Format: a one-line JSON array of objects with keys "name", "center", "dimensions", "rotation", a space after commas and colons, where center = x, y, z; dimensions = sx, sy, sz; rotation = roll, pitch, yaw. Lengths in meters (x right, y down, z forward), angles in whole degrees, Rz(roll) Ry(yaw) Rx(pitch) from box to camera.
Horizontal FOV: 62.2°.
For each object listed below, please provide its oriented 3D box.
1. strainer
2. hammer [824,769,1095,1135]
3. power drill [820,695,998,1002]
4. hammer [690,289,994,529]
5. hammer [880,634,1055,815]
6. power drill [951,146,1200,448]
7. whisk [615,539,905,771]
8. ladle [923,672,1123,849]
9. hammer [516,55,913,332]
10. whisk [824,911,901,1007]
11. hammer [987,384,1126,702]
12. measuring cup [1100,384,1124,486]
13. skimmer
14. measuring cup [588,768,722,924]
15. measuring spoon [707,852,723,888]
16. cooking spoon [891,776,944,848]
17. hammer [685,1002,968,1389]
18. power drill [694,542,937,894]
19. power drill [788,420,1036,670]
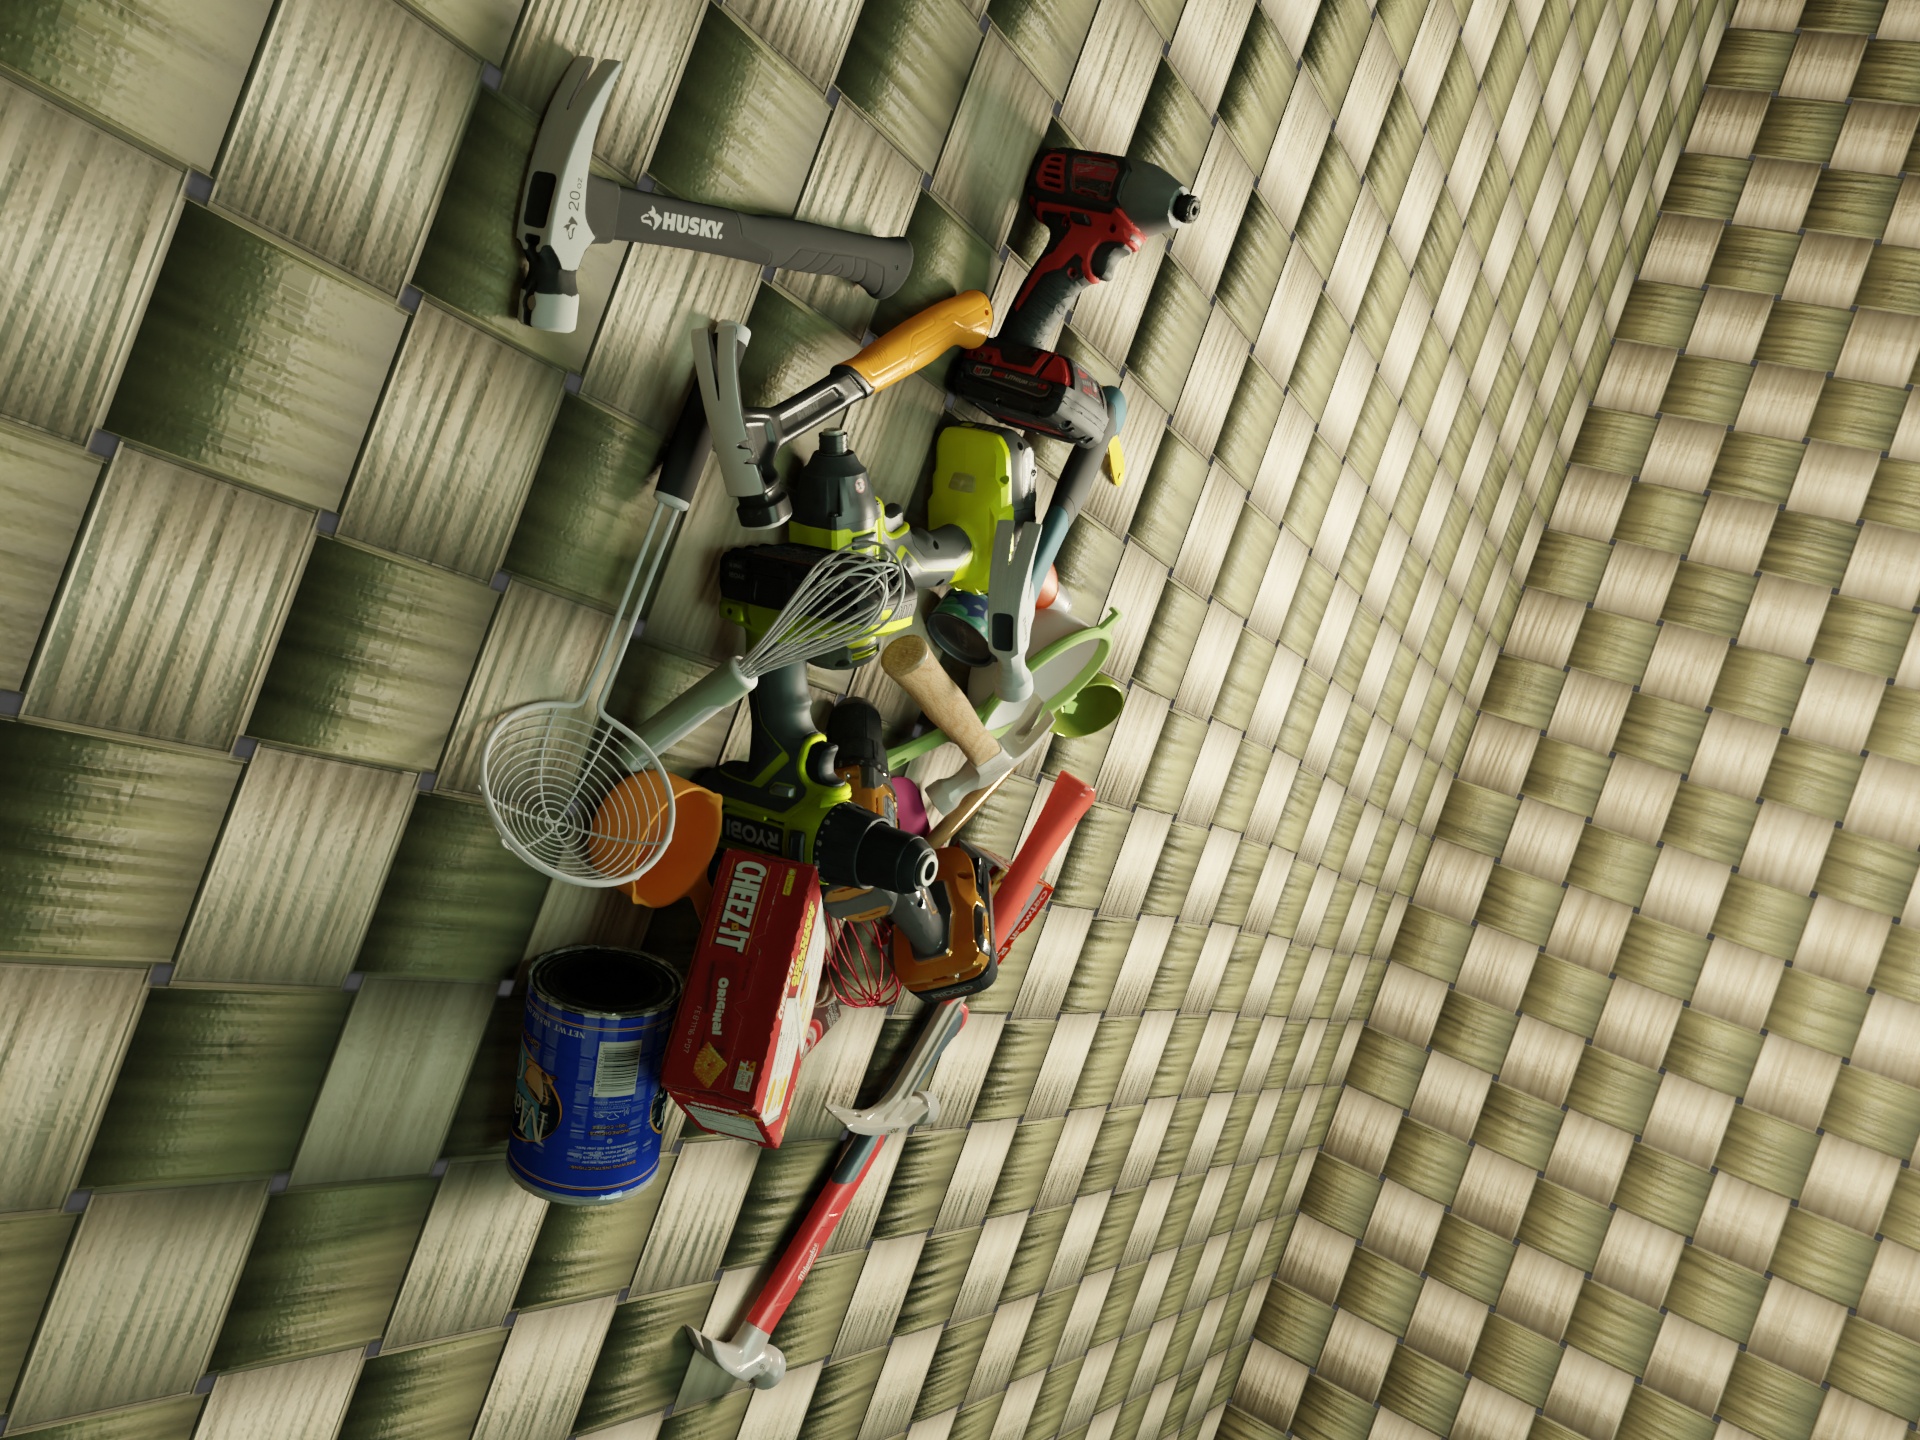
[{"name": "strainer", "center": [0.015, -0.029, 1.380], "dimensions": [0.256, 0.069, 0.151], "rotation": [-26, 160, -28]}, {"name": "hammer", "center": [0.011, 0.205, 1.400], "dimensions": [0.149, 0.037, 0.359], "rotation": [22, 99, -58]}, {"name": "power drill", "center": [-0.049, 0.103, 1.262], "dimensions": [0.226, 0.084, 0.186], "rotation": [54, 25, -48]}, {"name": "hammer", "center": [-0.065, -0.249, 1.098], "dimensions": [0.337, 0.034, 0.127], "rotation": [-44, 129, -50]}, {"name": "hammer", "center": [-0.002, -0.004, 1.255], "dimensions": [0.130, 0.031, 0.331], "rotation": [-35, 160, 1]}, {"name": "power drill", "center": [0.093, -0.334, 1.241], "dimensions": [0.078, 0.143, 0.219], "rotation": [19, 93, -57]}, {"name": "whisk", "center": [-0.132, -0.035, 1.016], "dimensions": [0.246, 0.059, 0.057], "rotation": [-34, 164, 23]}, {"name": "ladle", "center": [0.050, 0.051, 1.464], "dimensions": [0.320, 0.062, 0.078], "rotation": [-44, 159, -40]}, {"name": "hammer", "center": [-0.135, -0.308, 0.991], "dimensions": [0.334, 0.035, 0.146], "rotation": [-13, 119, -55]}, {"name": "whisk", "center": [-0.105, 0.134, 1.276], "dimensions": [0.073, 0.073, 0.295], "rotation": [-49, 138, -32]}, {"name": "hammer", "center": [0.081, -0.167, 1.271], "dimensions": [0.331, 0.033, 0.128], "rotation": [-65, 157, -44]}, {"name": "measuring cup", "center": [0.129, -0.257, 1.469], "dimensions": [0.062, 0.029, 0.156], "rotation": [-64, 161, -12]}, {"name": "skimmer", "center": [-0.190, -0.079, 0.981], "dimensions": [0.127, 0.090, 0.363], "rotation": [22, 85, -28]}, {"name": "measuring cup", "center": [-0.203, 0.101, 1.107], "dimensions": [0.095, 0.052, 0.173], "rotation": [-53, 153, -26]}, {"name": "measuring spoon", "center": [-0.182, 0.146, 1.205], "dimensions": [0.042, 0.021, 0.128], "rotation": [-55, 157, -44]}, {"name": "cooking spoon", "center": [-0.010, 0.131, 1.466], "dimensions": [0.069, 0.017, 0.318], "rotation": [-62, 148, -13]}, {"name": "hammer", "center": [-0.109, 0.413, 1.452], "dimensions": [0.386, 0.038, 0.143], "rotation": [-57, 146, -21]}, {"name": "power drill", "center": [-0.095, 0.003, 1.090], "dimensions": [0.080, 0.191, 0.228], "rotation": [-20, 119, -57]}, {"name": "power drill", "center": [-0.038, -0.149, 1.203], "dimensions": [0.223, 0.080, 0.171], "rotation": [-26, 124, -47]}]
